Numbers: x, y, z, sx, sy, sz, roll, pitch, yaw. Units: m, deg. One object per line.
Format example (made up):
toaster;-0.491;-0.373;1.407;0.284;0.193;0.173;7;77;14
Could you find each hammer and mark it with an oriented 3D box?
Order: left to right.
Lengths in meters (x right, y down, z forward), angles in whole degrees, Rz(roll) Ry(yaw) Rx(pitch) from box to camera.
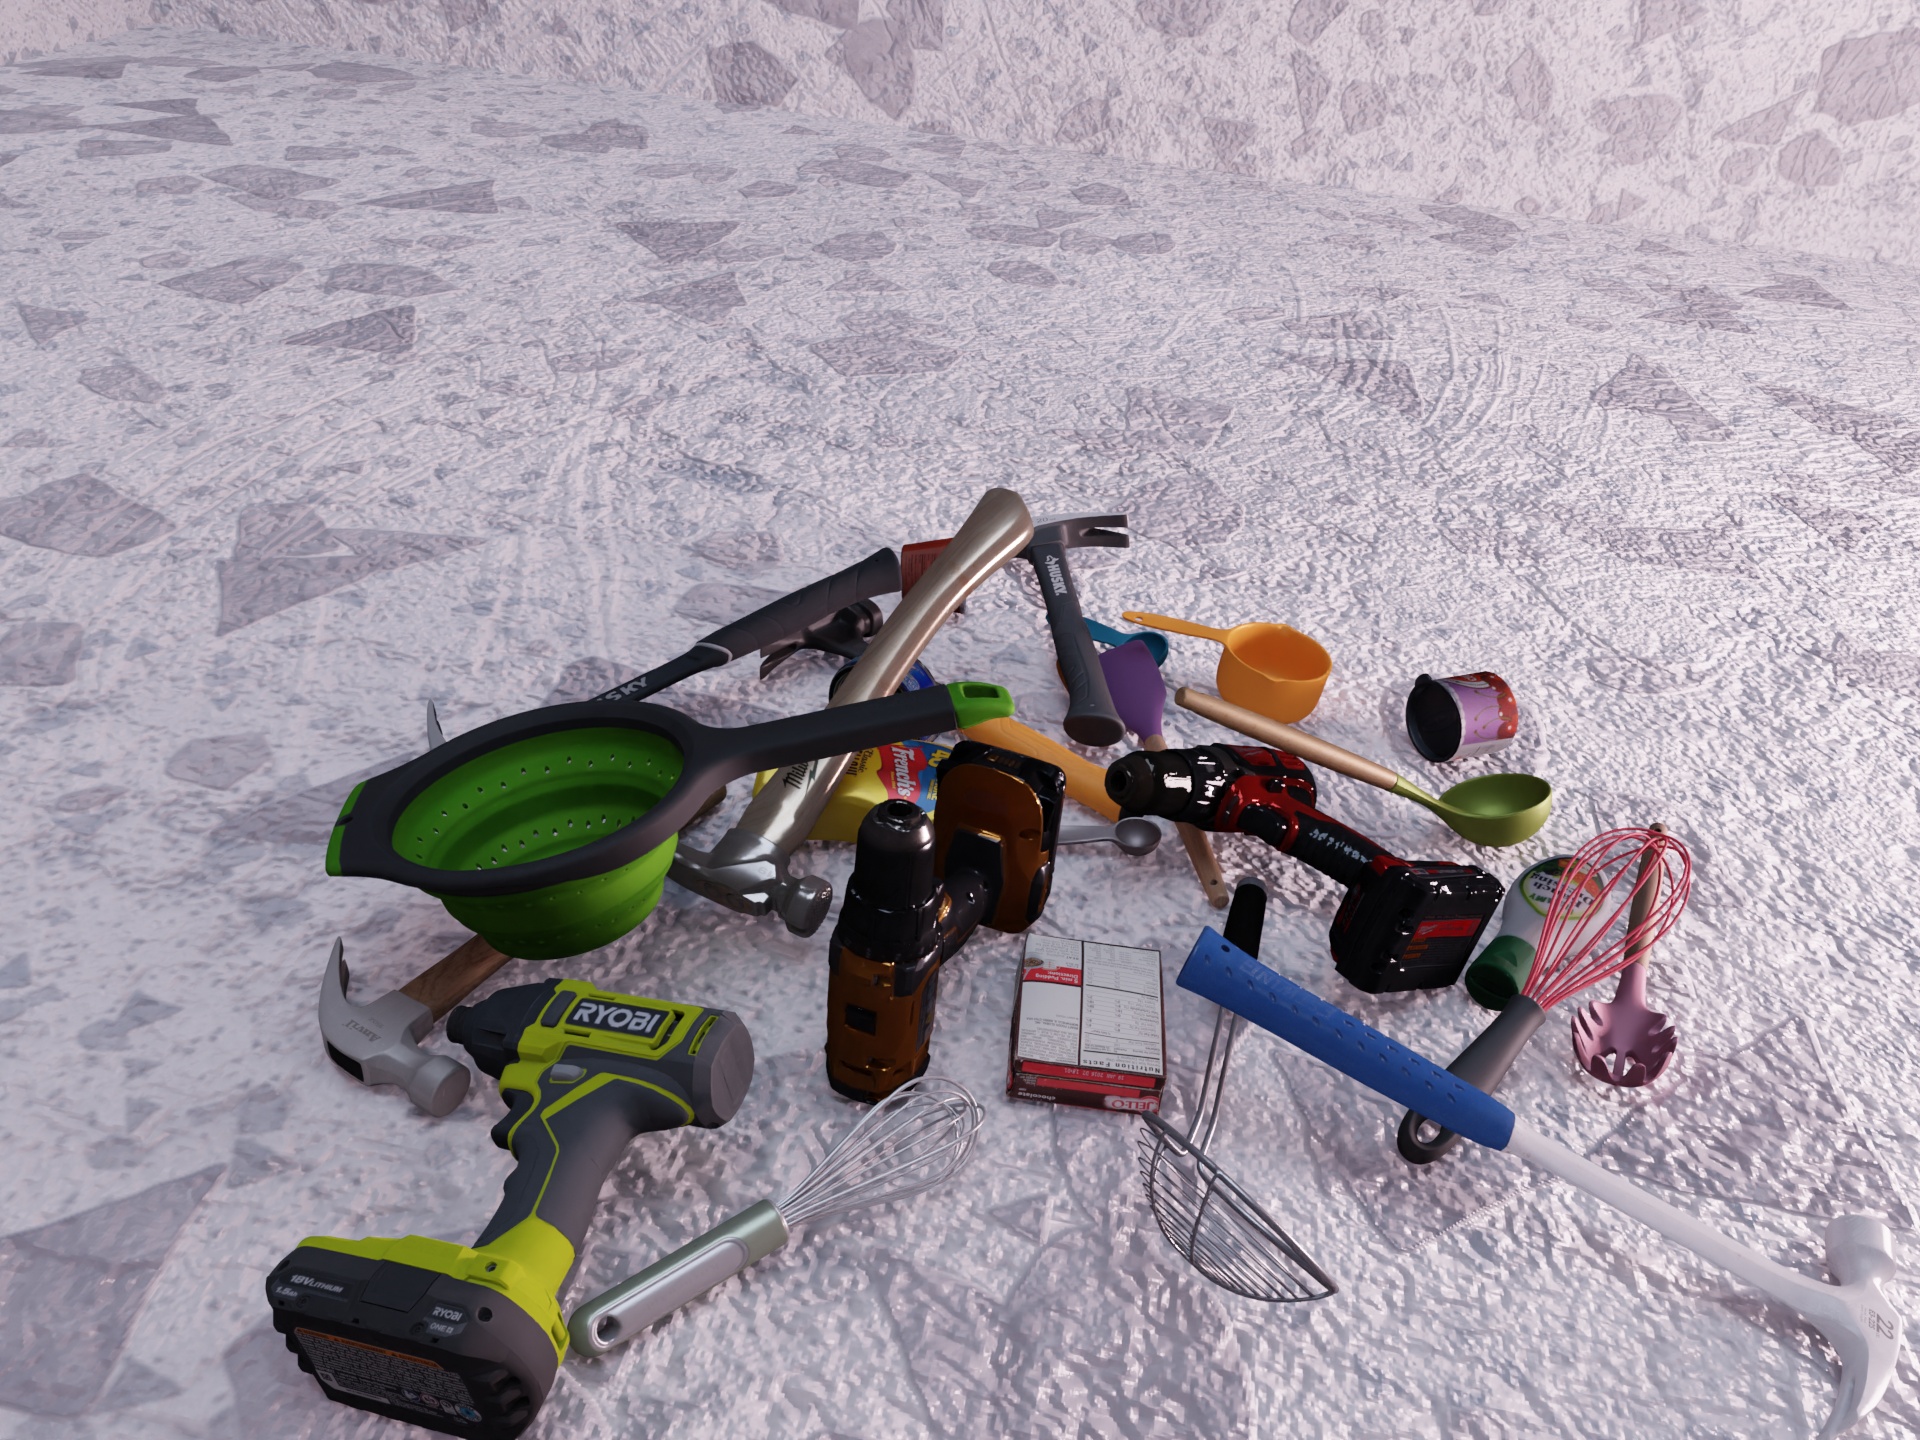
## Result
hammer;-0.261;0.115;1.003;0.130;0.031;0.331;21;36;21
hammer;-0.207;-0.044;1.202;0.409;0.036;0.149;-29;45;-31
hammer;-0.067;-0.034;1.114;0.146;0.038;0.411;22;53;15
hammer;-0.002;-0.004;1.221;0.337;0.034;0.127;29;39;31
hammer;0.095;-0.085;1.334;0.146;0.035;0.335;-10;35;0
hammer;0.301;0.228;0.847;0.405;0.035;0.144;28;39;10

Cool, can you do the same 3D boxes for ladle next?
ladle;0.284;0.023;1.107;0.320;0.062;0.078;20;3;-25

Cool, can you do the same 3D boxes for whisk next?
whisk;-0.087;0.252;0.813;0.246;0.058;0.059;-24;9;-31
whisk;0.354;0.162;0.965;0.073;0.073;0.296;31;59;33

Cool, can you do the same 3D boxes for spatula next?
spatula;0.151;0.032;1.202;0.060;0.018;0.316;-22;37;5

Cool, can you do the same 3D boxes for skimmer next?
skimmer;0.172;0.184;0.916;0.127;0.090;0.363;45;31;-10

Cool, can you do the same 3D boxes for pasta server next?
pasta server;0.455;0.146;1.066;0.060;0.040;0.316;9;31;25

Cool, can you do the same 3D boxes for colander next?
colander;-0.158;0.058;0.942;0.397;0.094;0.205;-12;27;-4

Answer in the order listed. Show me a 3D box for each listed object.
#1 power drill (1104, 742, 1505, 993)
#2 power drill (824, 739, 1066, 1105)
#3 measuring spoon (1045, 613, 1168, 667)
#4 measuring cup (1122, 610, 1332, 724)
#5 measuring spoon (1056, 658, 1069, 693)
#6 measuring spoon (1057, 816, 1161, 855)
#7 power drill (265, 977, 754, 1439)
power drill;0.218;0.083;1.048;0.187;0.080;0.227;5;24;-42
power drill;-0.010;0.092;0.944;0.084;0.185;0.226;16;32;18
measuring spoon;0.124;-0.067;1.357;0.129;0.021;0.042;24;58;39
measuring cup;0.212;-0.047;1.297;0.173;0.052;0.095;15;34;9
measuring spoon;0.096;-0.022;1.289;0.021;0.011;0.117;-10;32;-5
measuring spoon;0.080;0.086;1.122;0.124;0.018;0.034;-2;35;1
power drill;-0.222;0.221;0.779;0.171;0.080;0.223;5;37;19
